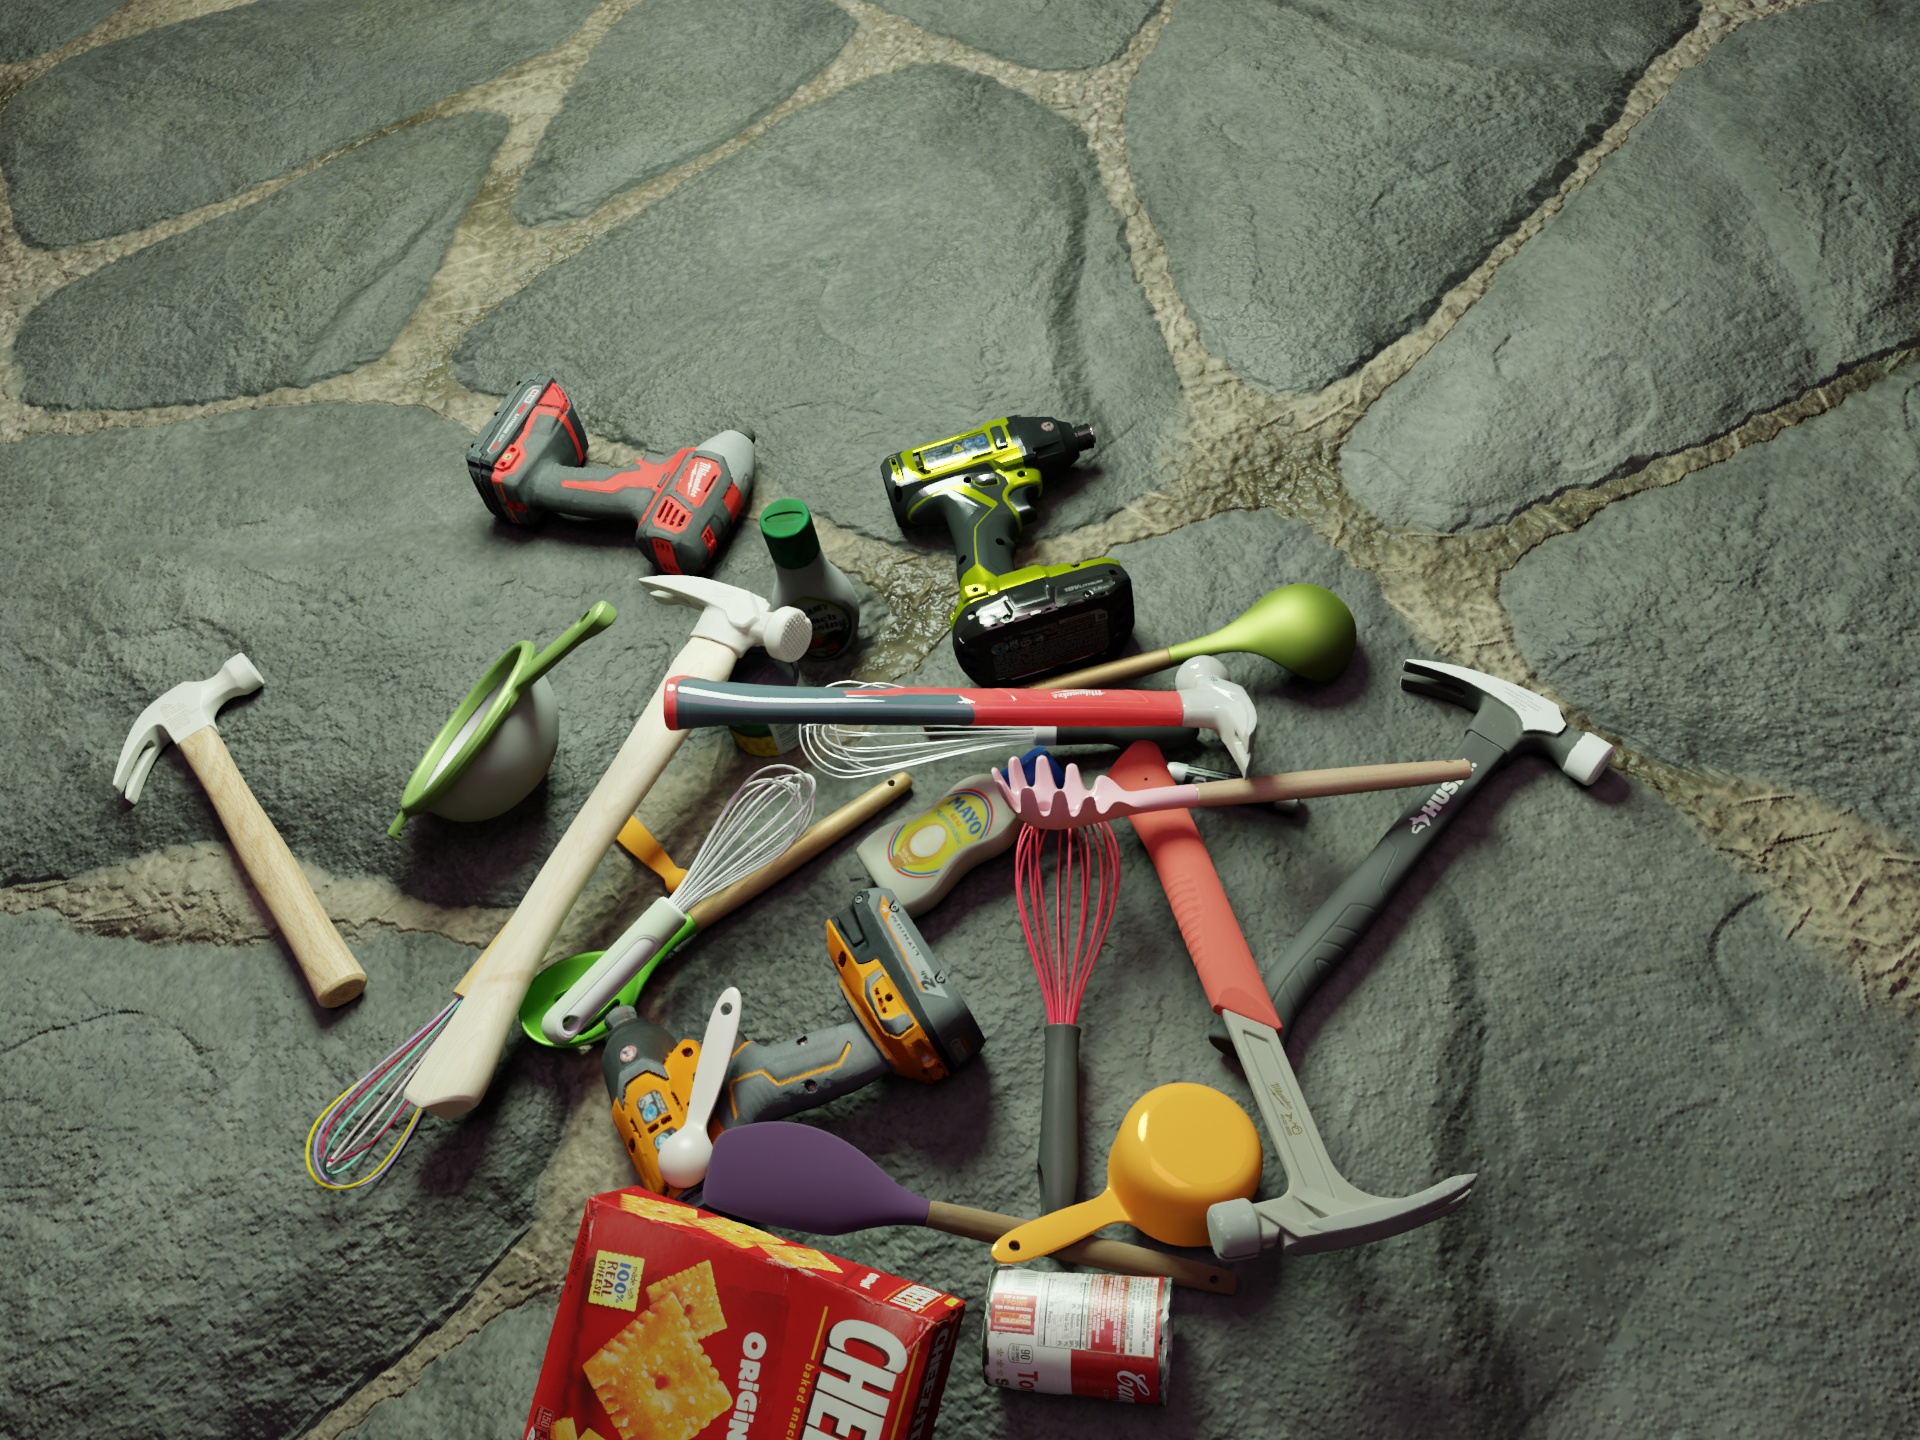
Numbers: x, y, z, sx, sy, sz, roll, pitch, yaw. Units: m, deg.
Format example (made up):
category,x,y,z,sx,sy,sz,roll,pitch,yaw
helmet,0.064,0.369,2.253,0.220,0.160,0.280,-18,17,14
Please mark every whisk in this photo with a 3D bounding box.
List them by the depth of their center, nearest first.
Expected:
category,x,y,z,sx,sy,sz,roll,pitch,yaw
whisk,0.066,0.178,1.014,0.073,0.073,0.296,-1,62,8
whisk,-0.186,0.122,1.066,0.246,0.057,0.059,-46,31,-18
whisk,-0.351,0.205,1.072,0.047,0.051,0.245,19,59,26
whisk,0.028,0.008,1.128,0.284,0.070,0.070,0,57,0

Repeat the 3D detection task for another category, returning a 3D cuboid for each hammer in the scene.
category,x,y,z,sx,sy,sz,roll,pitch,yaw
hammer,0.173,0.151,0.978,0.149,0.036,0.360,-10,48,-9
hammer,-0.002,-0.003,1.047,0.386,0.038,0.143,0,22,-3
hammer,0.276,0.094,1.048,0.146,0.035,0.335,35,69,26
hammer,-0.260,0.076,1.092,0.146,0.038,0.411,17,67,30
hammer,-0.528,0.087,1.183,0.130,0.031,0.332,-35,59,-14

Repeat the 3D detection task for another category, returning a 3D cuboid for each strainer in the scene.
category,x,y,z,sx,sy,sz,roll,pitch,yaw
strainer,-0.300,-0.003,1.127,0.256,0.069,0.152,-33,29,37

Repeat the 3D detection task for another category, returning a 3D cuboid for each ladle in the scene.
category,x,y,z,sx,sy,sz,roll,pitch,yaw
ladle,0.129,-0.032,1.158,0.320,0.062,0.078,-15,58,7

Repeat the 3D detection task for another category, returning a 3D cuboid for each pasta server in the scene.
category,x,y,z,sx,sy,sz,roll,pitch,yaw
pasta server,0.178,0.039,1.030,0.316,0.040,0.060,-5,20,-6

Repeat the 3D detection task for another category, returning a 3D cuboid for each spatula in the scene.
category,x,y,z,sx,sy,sz,roll,pitch,yaw
spatula,0.006,0.292,0.931,0.316,0.018,0.060,13,75,2

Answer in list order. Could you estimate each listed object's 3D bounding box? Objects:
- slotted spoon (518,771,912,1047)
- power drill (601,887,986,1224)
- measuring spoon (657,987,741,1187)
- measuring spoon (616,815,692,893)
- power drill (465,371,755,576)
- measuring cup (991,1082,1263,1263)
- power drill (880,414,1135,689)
category,x,y,z,sx,sy,sz,roll,pitch,yaw
slotted spoon,-0.162,0.126,1.102,0.314,0.031,0.070,-34,59,-15
power drill,-0.117,0.205,1.013,0.226,0.084,0.164,-32,58,-7
measuring spoon,-0.156,0.218,0.961,0.034,0.018,0.124,3,62,19
measuring spoon,-0.230,0.087,1.141,0.021,0.011,0.117,-39,54,-18
power drill,-0.279,-0.207,1.312,0.220,0.078,0.143,17,61,16
measuring cup,0.097,0.268,0.921,0.173,0.052,0.095,-15,51,-25
power drill,0.046,-0.141,1.216,0.171,0.080,0.223,-17,53,-2
